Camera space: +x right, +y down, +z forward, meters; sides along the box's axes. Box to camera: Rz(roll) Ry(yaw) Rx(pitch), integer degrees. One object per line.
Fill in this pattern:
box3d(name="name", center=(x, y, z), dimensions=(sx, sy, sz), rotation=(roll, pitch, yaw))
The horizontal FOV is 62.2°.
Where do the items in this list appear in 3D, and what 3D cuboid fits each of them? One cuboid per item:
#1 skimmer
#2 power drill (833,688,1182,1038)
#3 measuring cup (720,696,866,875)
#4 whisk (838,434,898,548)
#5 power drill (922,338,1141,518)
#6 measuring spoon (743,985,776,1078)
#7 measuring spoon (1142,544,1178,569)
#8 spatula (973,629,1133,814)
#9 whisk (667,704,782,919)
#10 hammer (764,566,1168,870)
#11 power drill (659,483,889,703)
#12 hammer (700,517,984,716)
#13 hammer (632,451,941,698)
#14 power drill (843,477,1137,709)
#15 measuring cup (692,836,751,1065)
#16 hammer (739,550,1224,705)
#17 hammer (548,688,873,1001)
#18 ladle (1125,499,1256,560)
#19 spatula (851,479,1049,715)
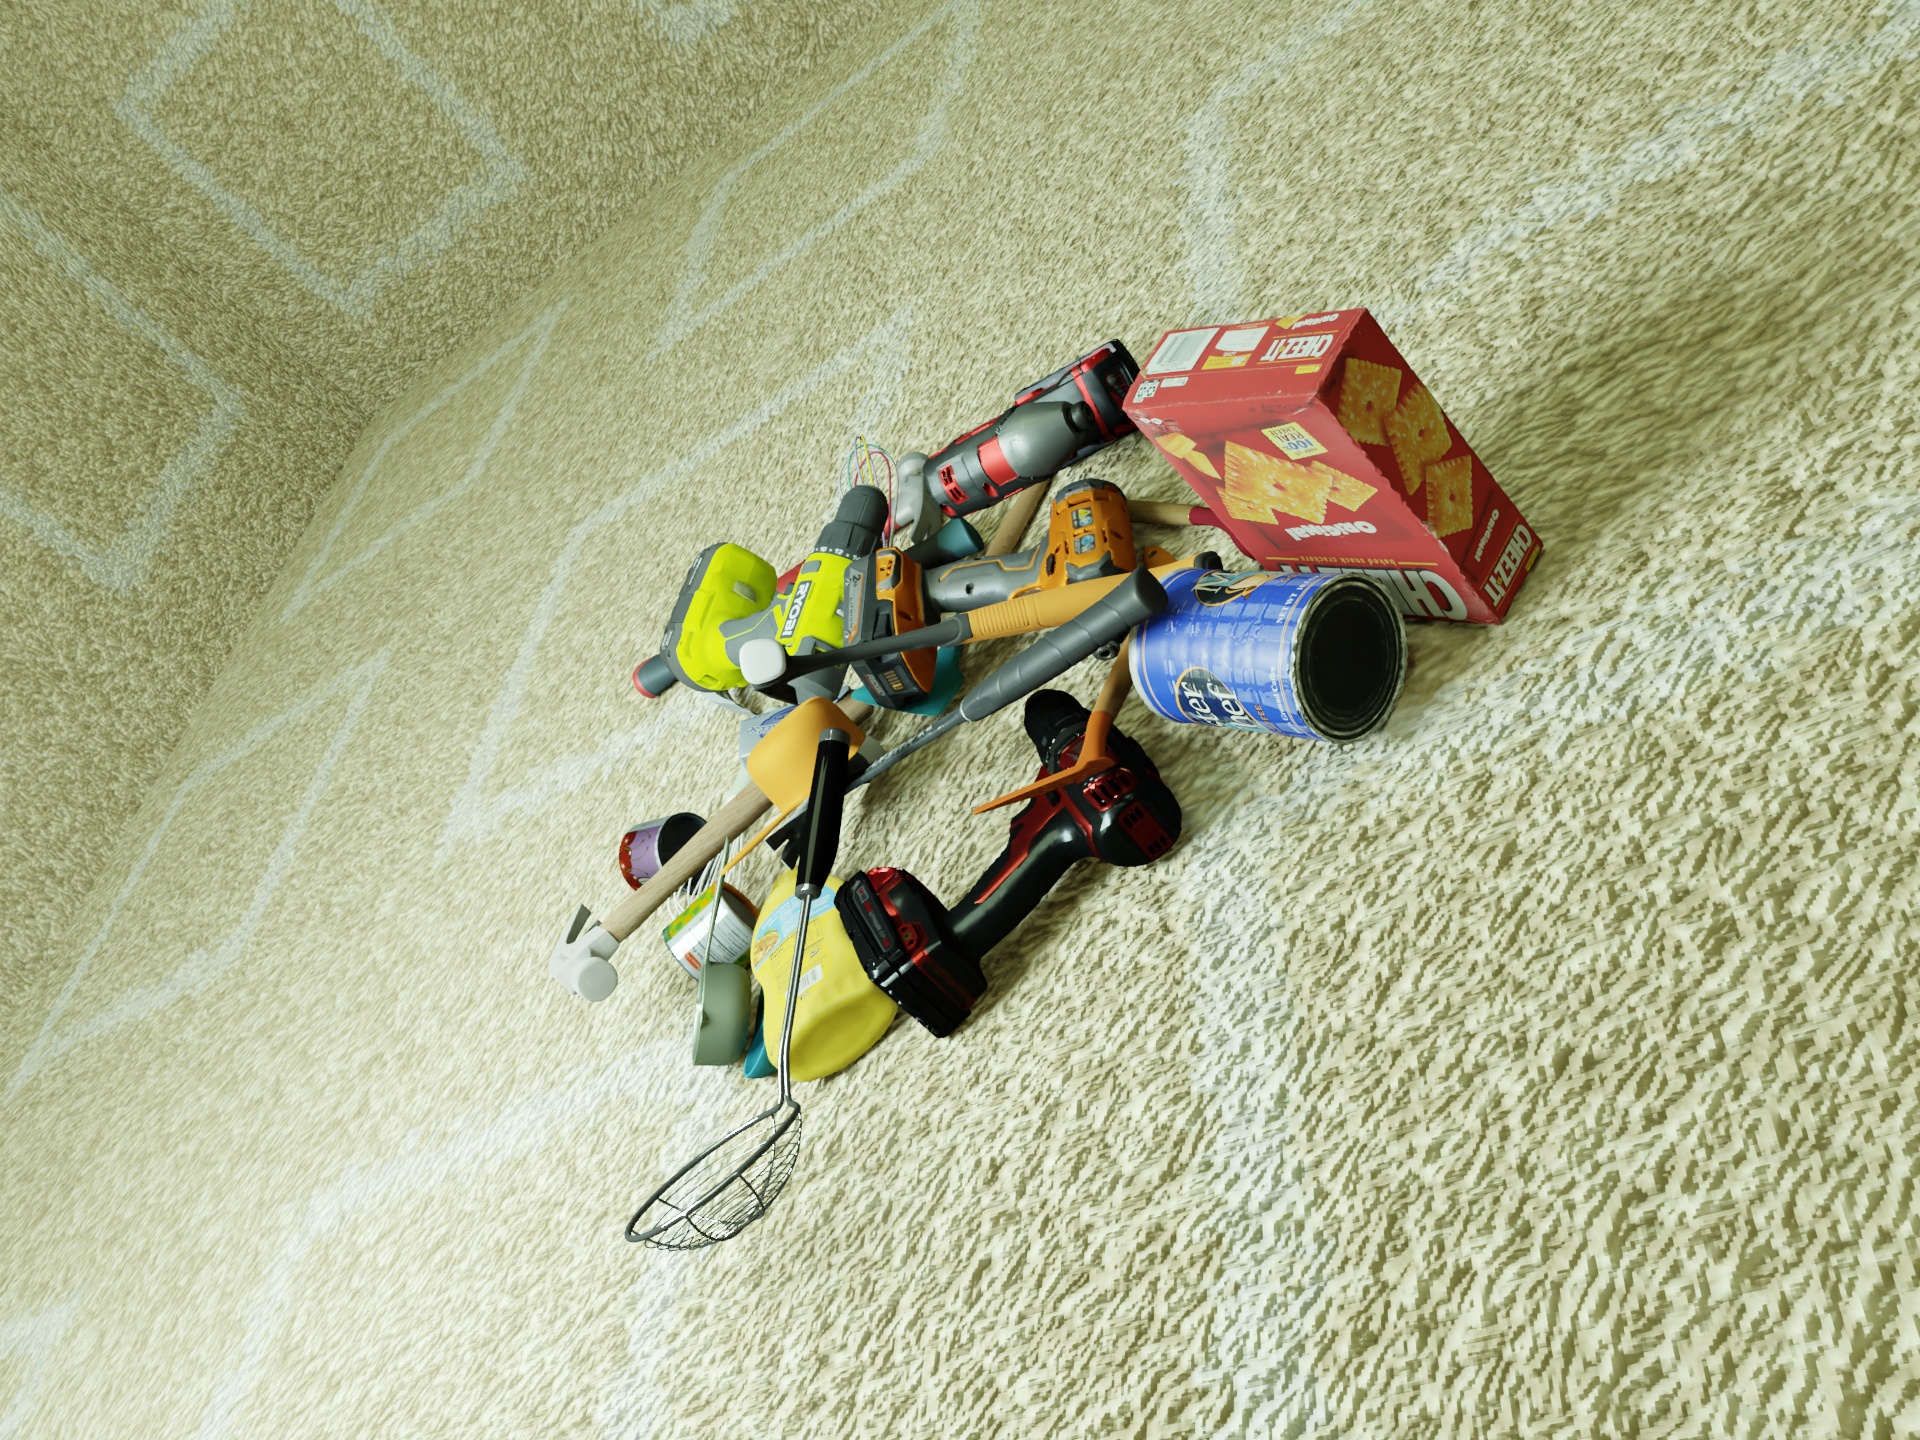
box3d(name="skimmer", center=(-0.134, 0.160, 1.031), dimensions=(0.127, 0.090, 0.364), rotation=(-33, 43, 52))
box3d(name="power drill", center=(0.027, 0.082, 1.069), dimensions=(0.226, 0.080, 0.188), rotation=(-41, 32, 4))
box3d(name="measuring cup", center=(-0.141, 0.045, 1.181), dimensions=(0.095, 0.052, 0.174), rotation=(-32, 11, 45))
box3d(name="whisk", center=(-0.068, -0.142, 1.388), dimensions=(0.047, 0.051, 0.245), rotation=(-35, 57, 46))
box3d(name="power drill", center=(0.072, -0.235, 1.279), dimensions=(0.143, 0.078, 0.220), rotation=(-23, 11, 33))
box3d(name="measuring spoon", center=(-0.137, 0.215, 1.170), dimensions=(0.042, 0.021, 0.129), rotation=(-58, 16, 27))
box3d(name="measuring spoon", center=(0.158, -0.108, 1.184), dimensions=(0.021, 0.011, 0.117), rotation=(-42, 32, 8))
box3d(name="spatula", center=(0.094, -0.019, 1.041), dimensions=(0.081, 0.041, 0.323), rotation=(-24, 18, 29))
box3d(name="whisk", center=(-0.190, 0.079, 1.362), dimensions=(0.059, 0.057, 0.247), rotation=(7, 48, 12))
box3d(name="hammer", center=(-0.002, -0.004, 1.105), dimensions=(0.409, 0.036, 0.149), rotation=(-33, 12, 47))
box3d(name="power drill", center=(-0.155, -0.107, 1.380), dimensions=(0.228, 0.080, 0.191), rotation=(-1, 65, 50))
box3d(name="hammer", center=(-0.119, -0.104, 1.456), dimensions=(0.331, 0.033, 0.128), rotation=(-25, 56, 28))
box3d(name="hammer", center=(-0.178, -0.117, 1.568), dimensions=(0.386, 0.038, 0.143), rotation=(-31, 36, 23))
box3d(name="power drill", center=(0.027, -0.086, 1.215), dimensions=(0.226, 0.084, 0.164), rotation=(-17, 47, 15))
box3d(name="measuring cup", center=(-0.168, 0.170, 1.166), dimensions=(0.083, 0.038, 0.167), rotation=(165, 113, -78))
box3d(name="hammer", center=(0.019, -0.066, 1.120), dimensions=(0.337, 0.034, 0.127), rotation=(-12, -6, 4))
box3d(name="hammer", center=(-0.193, 0.090, 1.259), dimensions=(0.331, 0.031, 0.130), rotation=(-44, 20, -21))
box3d(name="ladle", center=(0.166, -0.159, 1.221), dimensions=(0.069, 0.031, 0.316), rotation=(-51, 30, -14))
box3d(name="spatula", center=(0.016, -0.121, 1.337), dimensions=(0.082, 0.044, 0.318), rotation=(12, 59, 28))
